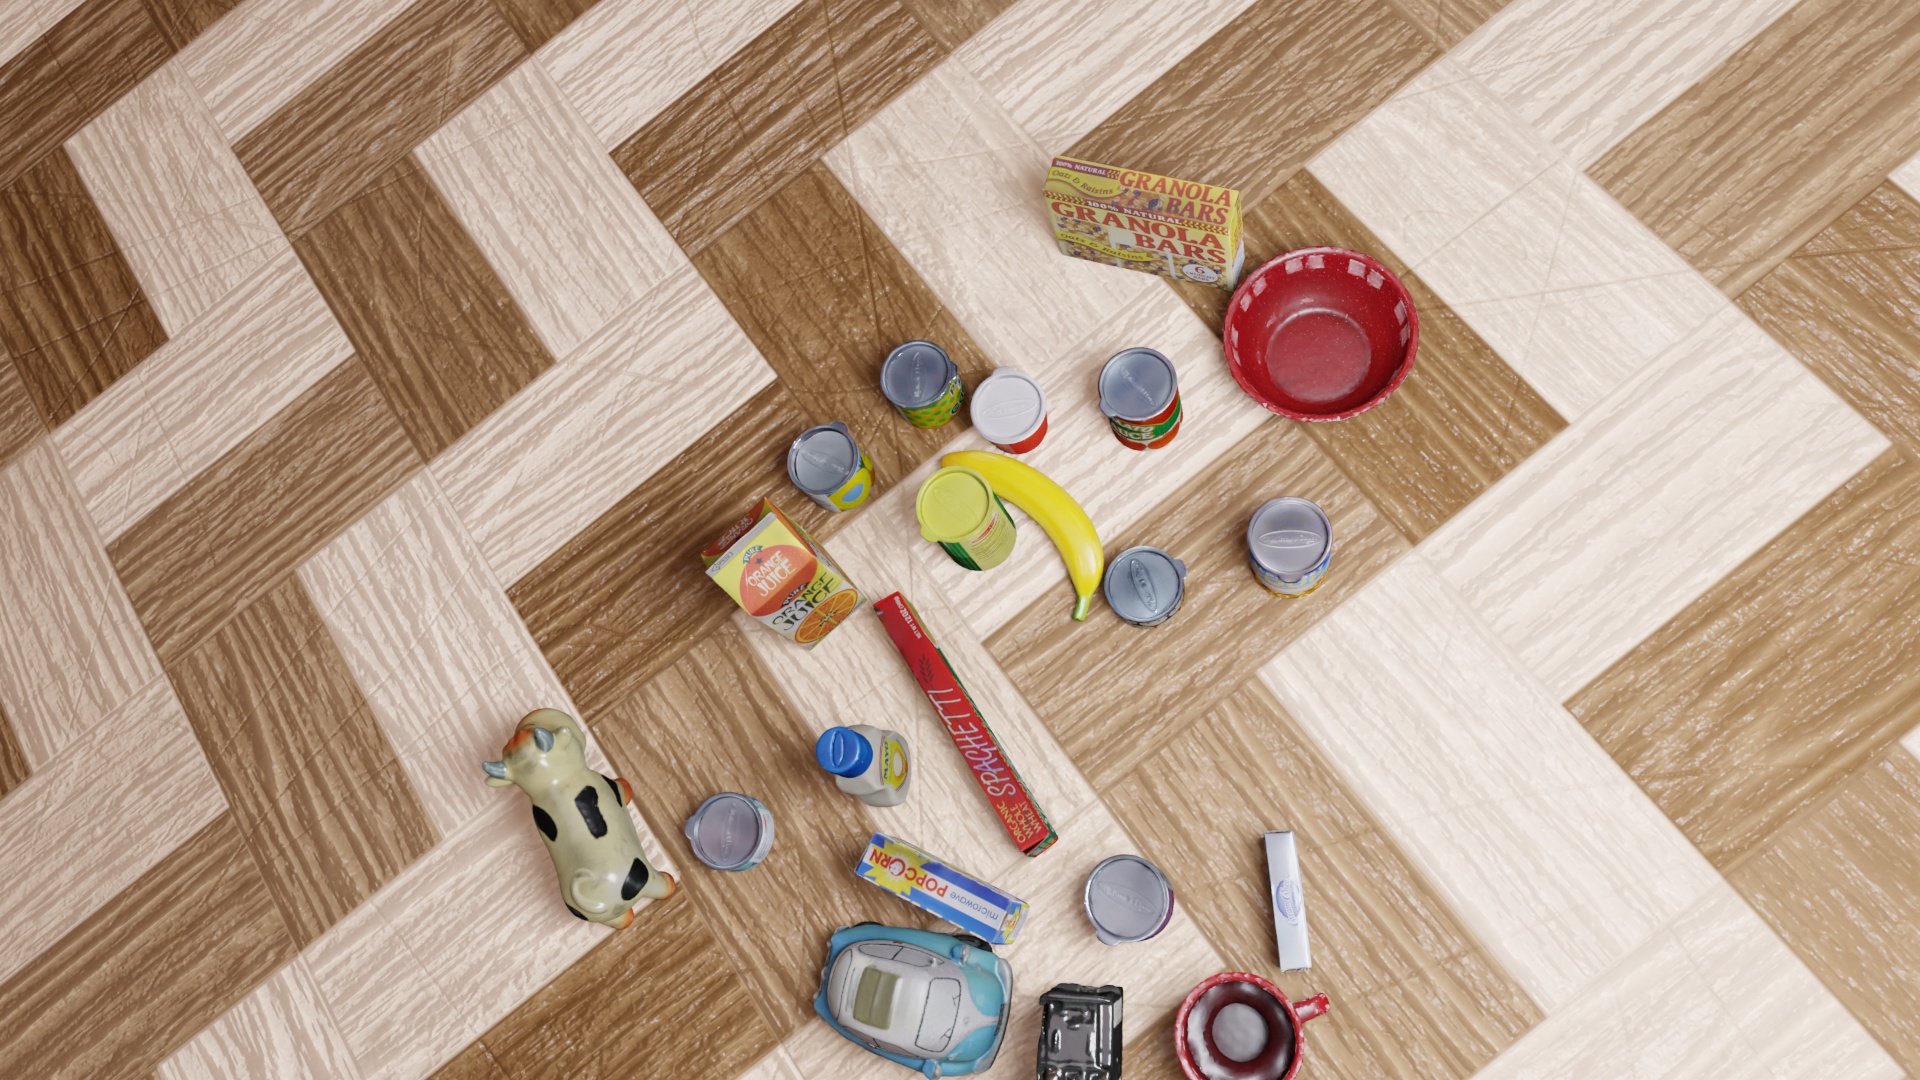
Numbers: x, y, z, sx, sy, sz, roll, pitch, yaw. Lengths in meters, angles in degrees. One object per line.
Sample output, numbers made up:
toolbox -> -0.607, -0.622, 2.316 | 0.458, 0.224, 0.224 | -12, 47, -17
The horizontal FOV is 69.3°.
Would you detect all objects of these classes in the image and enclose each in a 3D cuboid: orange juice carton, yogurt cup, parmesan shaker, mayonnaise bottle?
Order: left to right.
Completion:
orange juice carton -> -0.152, 0.026, 1.167 | 0.072, 0.192, 0.073 | -42, 70, -1
mayonnaise bottle -> -0.077, 0.179, 1.128 | 0.041, 0.148, 0.065 | -3, 74, 12
parmesan shaker -> 0.004, -0.015, 1.191 | 0.071, 0.103, 0.071 | -4, 74, 12
yogurt cup -> 0.047, -0.110, 1.236 | 0.072, 0.054, 0.072 | -4, 73, 12

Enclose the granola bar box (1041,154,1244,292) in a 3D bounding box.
granola bar box -> 0.164, -0.278, 1.221 | 0.166, 0.124, 0.039 | 16, 79, 17

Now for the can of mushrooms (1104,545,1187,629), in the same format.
can of mushrooms -> 0.159, 0.040, 1.176 | 0.071, 0.033, 0.071 | -4, 73, 12

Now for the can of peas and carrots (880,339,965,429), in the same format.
can of peas and carrots -> -0.031, -0.141, 1.260 | 0.071, 0.058, 0.071 | -4, 73, 12

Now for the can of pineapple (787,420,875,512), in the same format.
can of pineapple -> -0.115, -0.066, 1.258 | 0.071, 0.057, 0.071 | -4, 73, 12

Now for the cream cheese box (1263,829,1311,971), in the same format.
cream cheese box -> 0.252, 0.278, 1.073 | 0.024, 0.053, 0.104 | -7, 72, 11

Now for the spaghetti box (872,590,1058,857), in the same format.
spaghetti box -> 0.003, 0.153, 1.170 | 0.028, 0.050, 0.250 | -34, 69, 2

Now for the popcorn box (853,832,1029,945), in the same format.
popcorn box -> -0.013, 0.280, 1.117 | 0.127, 0.085, 0.038 | 23, 81, 18

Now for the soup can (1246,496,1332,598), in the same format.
soup can -> 0.268, 0.010, 1.133 | 0.071, 0.083, 0.071 | -4, 73, 12

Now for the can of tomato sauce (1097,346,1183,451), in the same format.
can of tomato sauce -> 0.155, -0.119, 1.197 | 0.071, 0.083, 0.071 | -4, 73, 12

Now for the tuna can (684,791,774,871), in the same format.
tuna can -> -0.198, 0.251, 1.197 | 0.071, 0.032, 0.071 | -4, 73, 12

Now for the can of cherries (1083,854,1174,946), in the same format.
can of cherries -> 0.132, 0.285, 1.096 | 0.071, 0.058, 0.071 | -4, 73, 12
